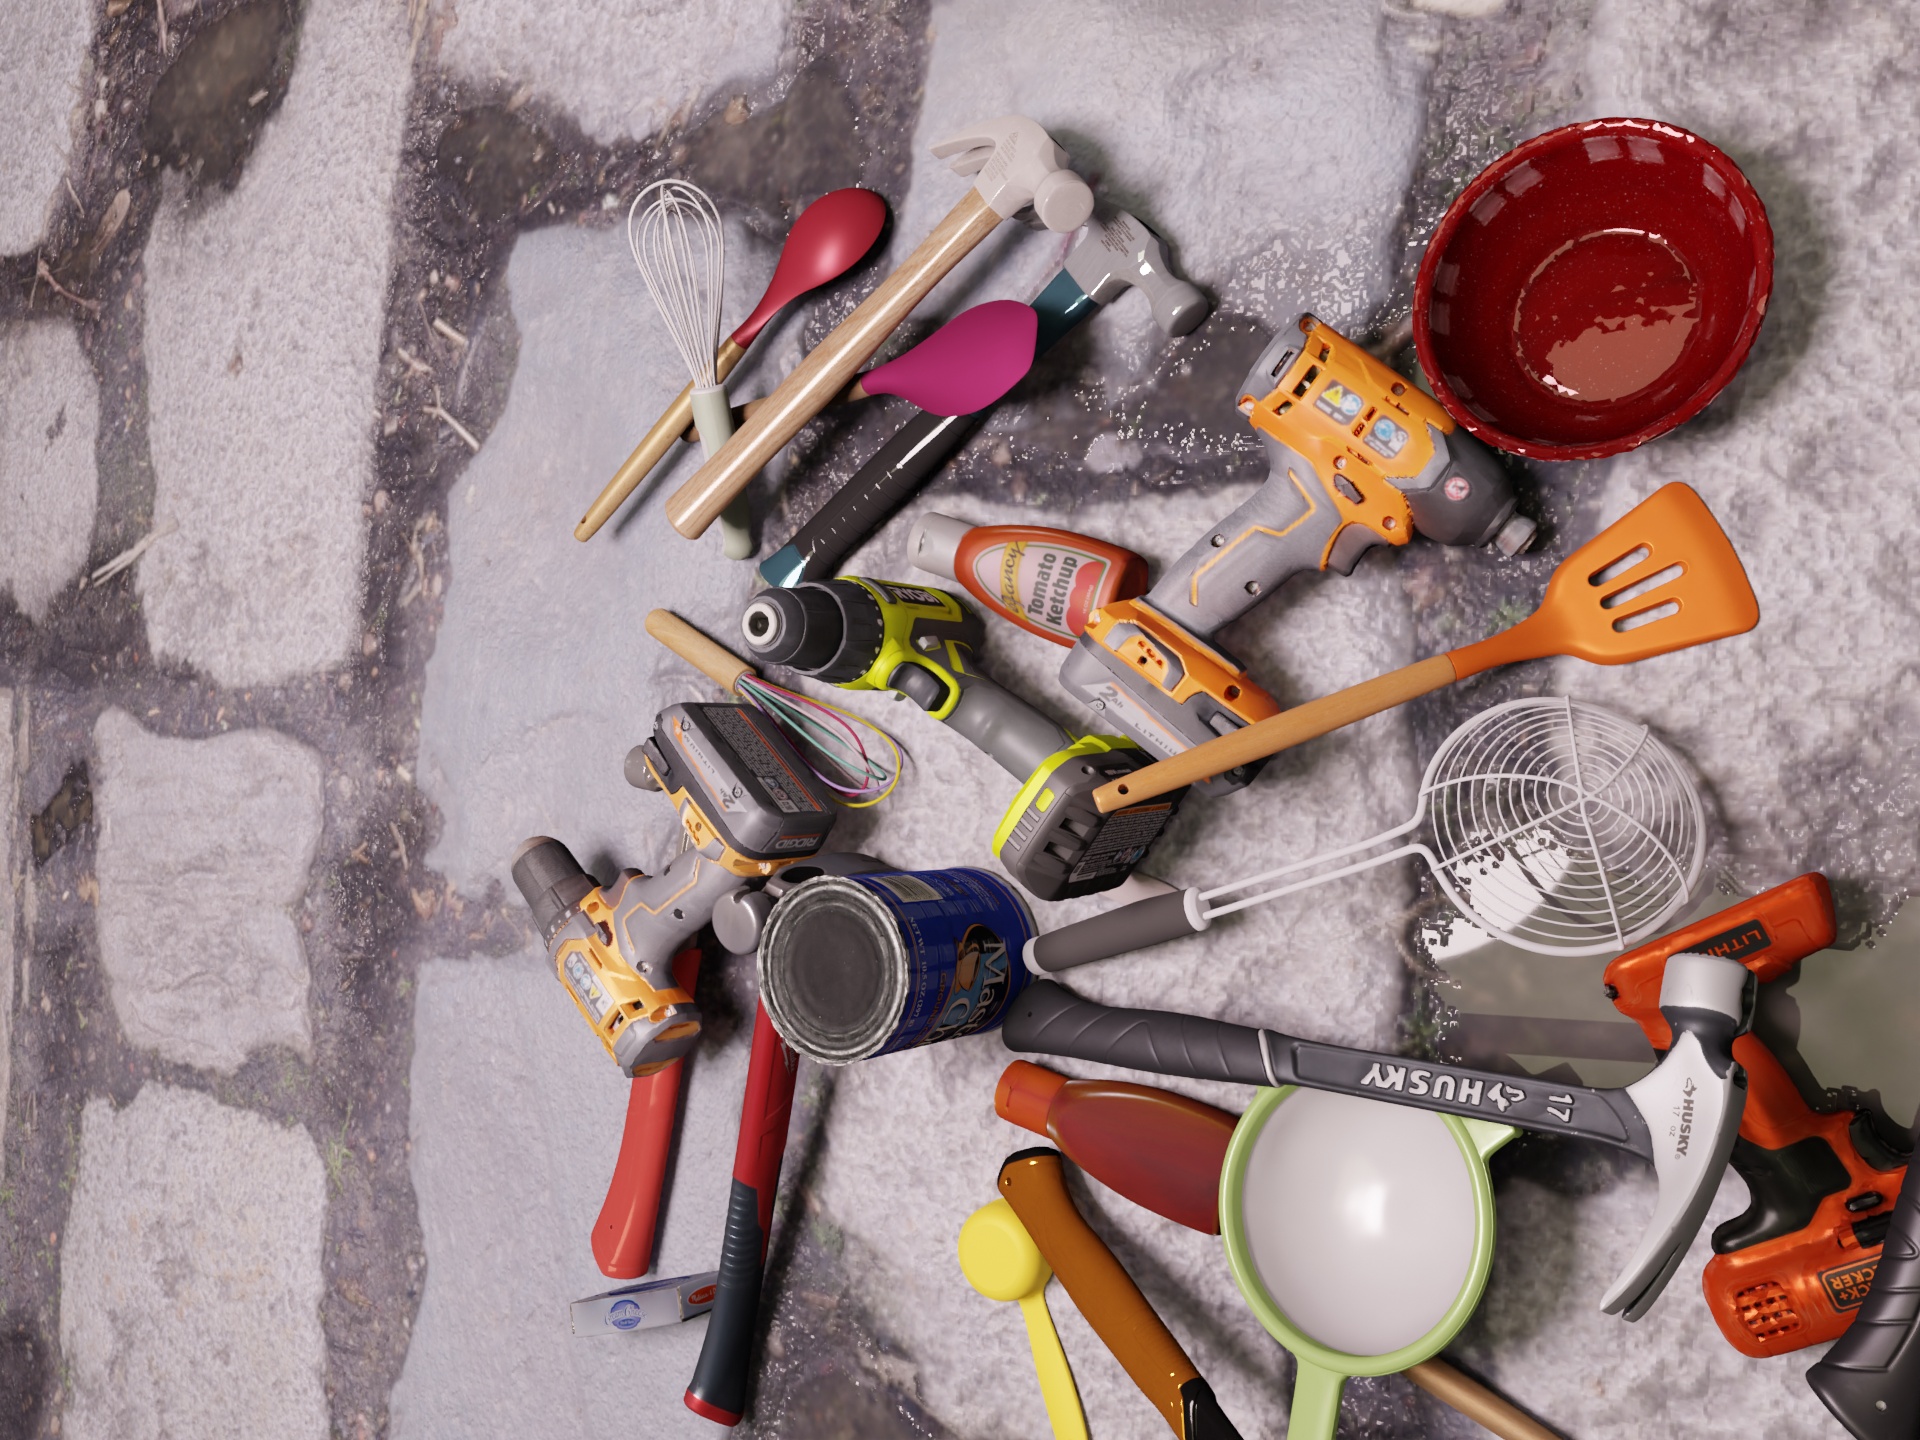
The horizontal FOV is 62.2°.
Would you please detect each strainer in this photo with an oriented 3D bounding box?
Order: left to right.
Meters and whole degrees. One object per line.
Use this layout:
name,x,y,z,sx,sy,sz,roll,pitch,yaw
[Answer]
strainer,0.197,0.295,0.784,0.151,0.069,0.256,5,80,47

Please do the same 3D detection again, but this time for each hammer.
hammer,-0.191,0.201,1.074,0.149,0.036,0.359,12,93,33
hammer,-0.116,0.269,0.999,0.038,0.143,0.386,21,110,33
hammer,-0.065,-0.232,0.966,0.331,0.031,0.130,-42,45,19
hammer,-0.006,-0.185,0.977,0.331,0.033,0.128,-41,68,24
hammer,0.105,0.341,0.802,0.337,0.034,0.127,45,118,52
hammer,0.168,0.174,0.779,0.409,0.036,0.149,-3,65,48
hammer,0.419,0.134,0.634,0.146,0.035,0.335,20,85,21

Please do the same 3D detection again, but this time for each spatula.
spatula,0.216,-0.020,0.772,0.322,0.041,0.081,-21,75,0

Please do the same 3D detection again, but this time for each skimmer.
skimmer,0.190,0.088,0.828,0.363,0.090,0.127,-25,60,41

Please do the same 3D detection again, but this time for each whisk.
whisk,-0.166,-0.222,1.031,0.059,0.058,0.246,-12,110,-8
whisk,-0.131,-0.013,1.044,0.245,0.051,0.047,33,110,33

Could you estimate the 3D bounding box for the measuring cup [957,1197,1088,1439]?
measuring cup,0.040,0.357,0.920,0.062,0.029,0.157,-27,72,29

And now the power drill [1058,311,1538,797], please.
power drill,0.174,-0.072,0.823,0.164,0.084,0.226,37,104,10

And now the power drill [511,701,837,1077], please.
power drill,-0.197,0.089,1.021,0.185,0.084,0.226,48,116,27

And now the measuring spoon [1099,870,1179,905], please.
measuring spoon,0.077,0.090,0.918,0.124,0.018,0.034,18,97,31

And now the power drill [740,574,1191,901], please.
power drill,-0.001,-0.003,0.876,0.229,0.190,0.080,40,108,23

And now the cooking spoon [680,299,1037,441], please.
cooking spoon,-0.076,-0.207,1.000,0.319,0.017,0.069,-4,76,43

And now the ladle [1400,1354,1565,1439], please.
ladle,0.264,0.341,0.764,0.320,0.062,0.078,26,90,34

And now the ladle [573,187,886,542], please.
ladle,-0.164,-0.235,1.069,0.315,0.031,0.069,-46,50,19
